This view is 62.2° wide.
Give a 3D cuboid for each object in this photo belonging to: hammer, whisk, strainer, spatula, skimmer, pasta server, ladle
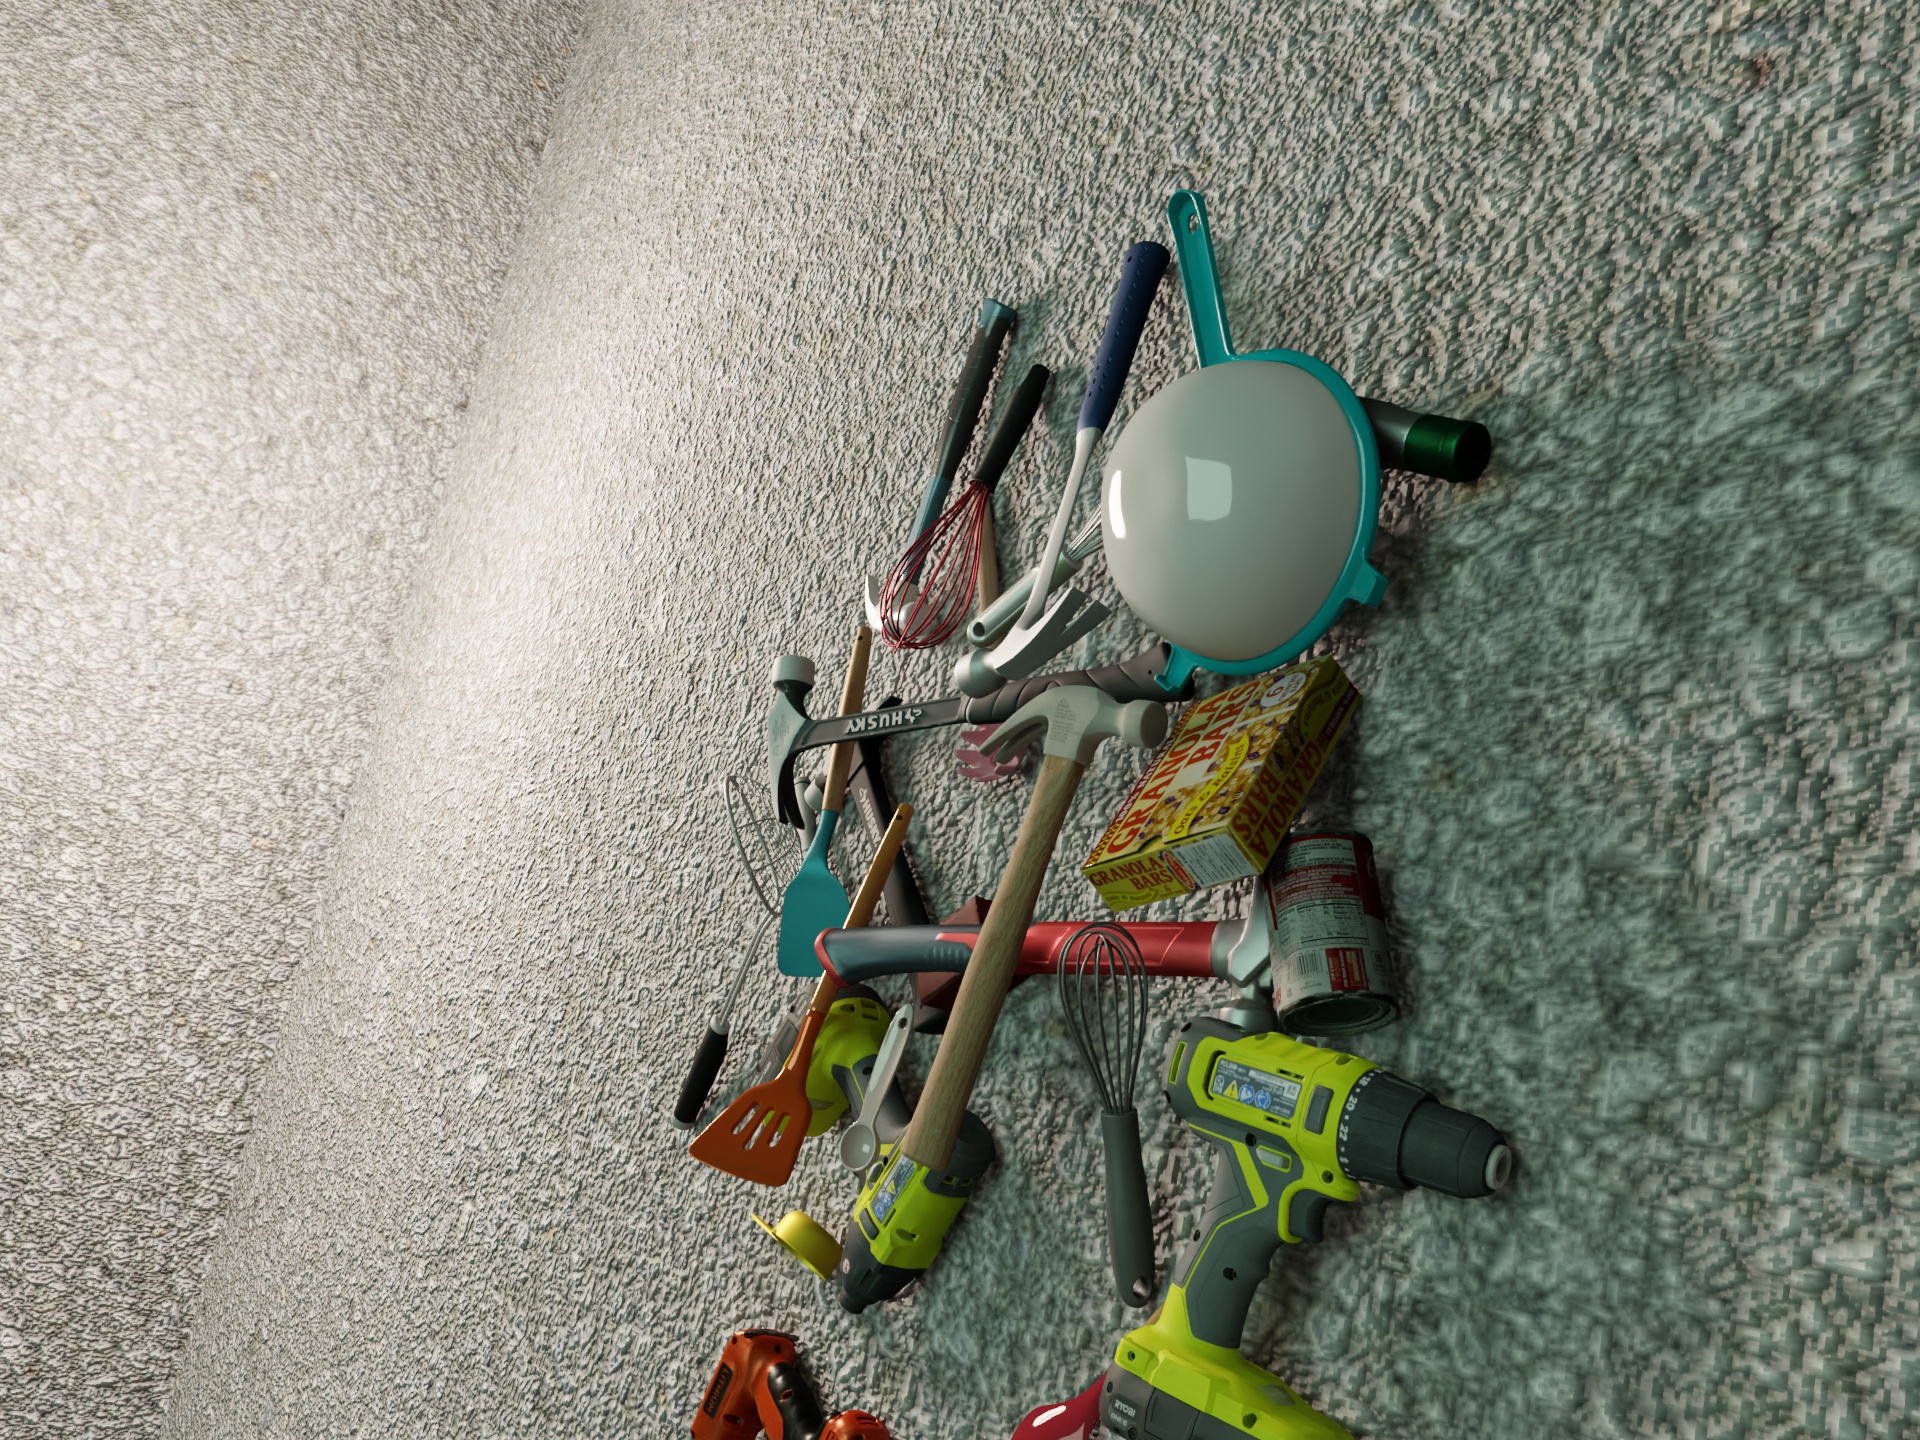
[{"bbox_3d":[0.098,-0.206,1.190,0.144,0.035,0.406,-26,39,54],"label":"hammer"},{"bbox_3d":[0.030,0.132,1.054,0.130,0.031,0.331,11,77,45],"label":"hammer"},{"bbox_3d":[0.094,0.240,0.967,0.055,0.055,0.239,-4,93,55],"label":"whisk"},{"bbox_3d":[0.050,0.140,1.082,0.386,0.038,0.143,-7,66,40],"label":"hammer"},{"bbox_3d":[0.146,-0.198,1.022,0.211,0.095,0.340,-26,66,51],"label":"strainer"},{"bbox_3d":[-0.102,0.199,1.214,0.081,0.041,0.323,13,63,20],"label":"spatula"},{"bbox_3d":[-0.223,0.218,1.415,0.127,0.090,0.363,-110,39,-60],"label":"skimmer"},{"bbox_3d":[0.010,-0.180,1.338,0.073,0.073,0.296,-1,58,55],"label":"whisk"},{"bbox_3d":[-0.052,0.121,1.316,0.146,0.035,0.335,-52,37,26],"label":"hammer"},{"bbox_3d":[-0.013,-0.230,1.440,0.128,0.033,0.331,2,72,65],"label":"hammer"},{"bbox_3d":[0.022,-0.080,1.315,0.060,0.040,0.317,-27,49,30],"label":"pasta server"},{"bbox_3d":[0.112,0.374,0.948,0.315,0.031,0.069,-55,34,19],"label":"ladle"},{"bbox_3d":[0.090,-0.130,1.214,0.246,0.059,0.058,-39,72,32],"label":"whisk"},{"bbox_3d":[-0.131,0.129,1.422,0.259,0.050,0.086,-104,33,-49],"label":"strainer"},{"bbox_3d":[-0.102,0.061,1.358,0.082,0.044,0.318,-7,58,28],"label":"spatula"},{"bbox_3d":[-0.002,-0.004,1.225,0.409,0.036,0.149,-9,70,38],"label":"hammer"}]

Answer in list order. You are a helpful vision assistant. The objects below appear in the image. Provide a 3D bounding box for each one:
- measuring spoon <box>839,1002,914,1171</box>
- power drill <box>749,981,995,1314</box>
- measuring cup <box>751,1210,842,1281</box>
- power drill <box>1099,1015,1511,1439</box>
[{"bbox_3d":[-0.054,0.264,1.144,0.034,0.018,0.124,7,70,42],"label":"measuring spoon"},{"bbox_3d":[-0.076,0.319,1.208,0.171,0.080,0.223,-60,37,13],"label":"power drill"},{"bbox_3d":[-0.137,0.410,1.282,0.029,0.062,0.156,-47,14,-19],"label":"measuring cup"},{"bbox_3d":[0.177,0.286,0.845,0.191,0.080,0.228,10,80,43],"label":"power drill"}]
